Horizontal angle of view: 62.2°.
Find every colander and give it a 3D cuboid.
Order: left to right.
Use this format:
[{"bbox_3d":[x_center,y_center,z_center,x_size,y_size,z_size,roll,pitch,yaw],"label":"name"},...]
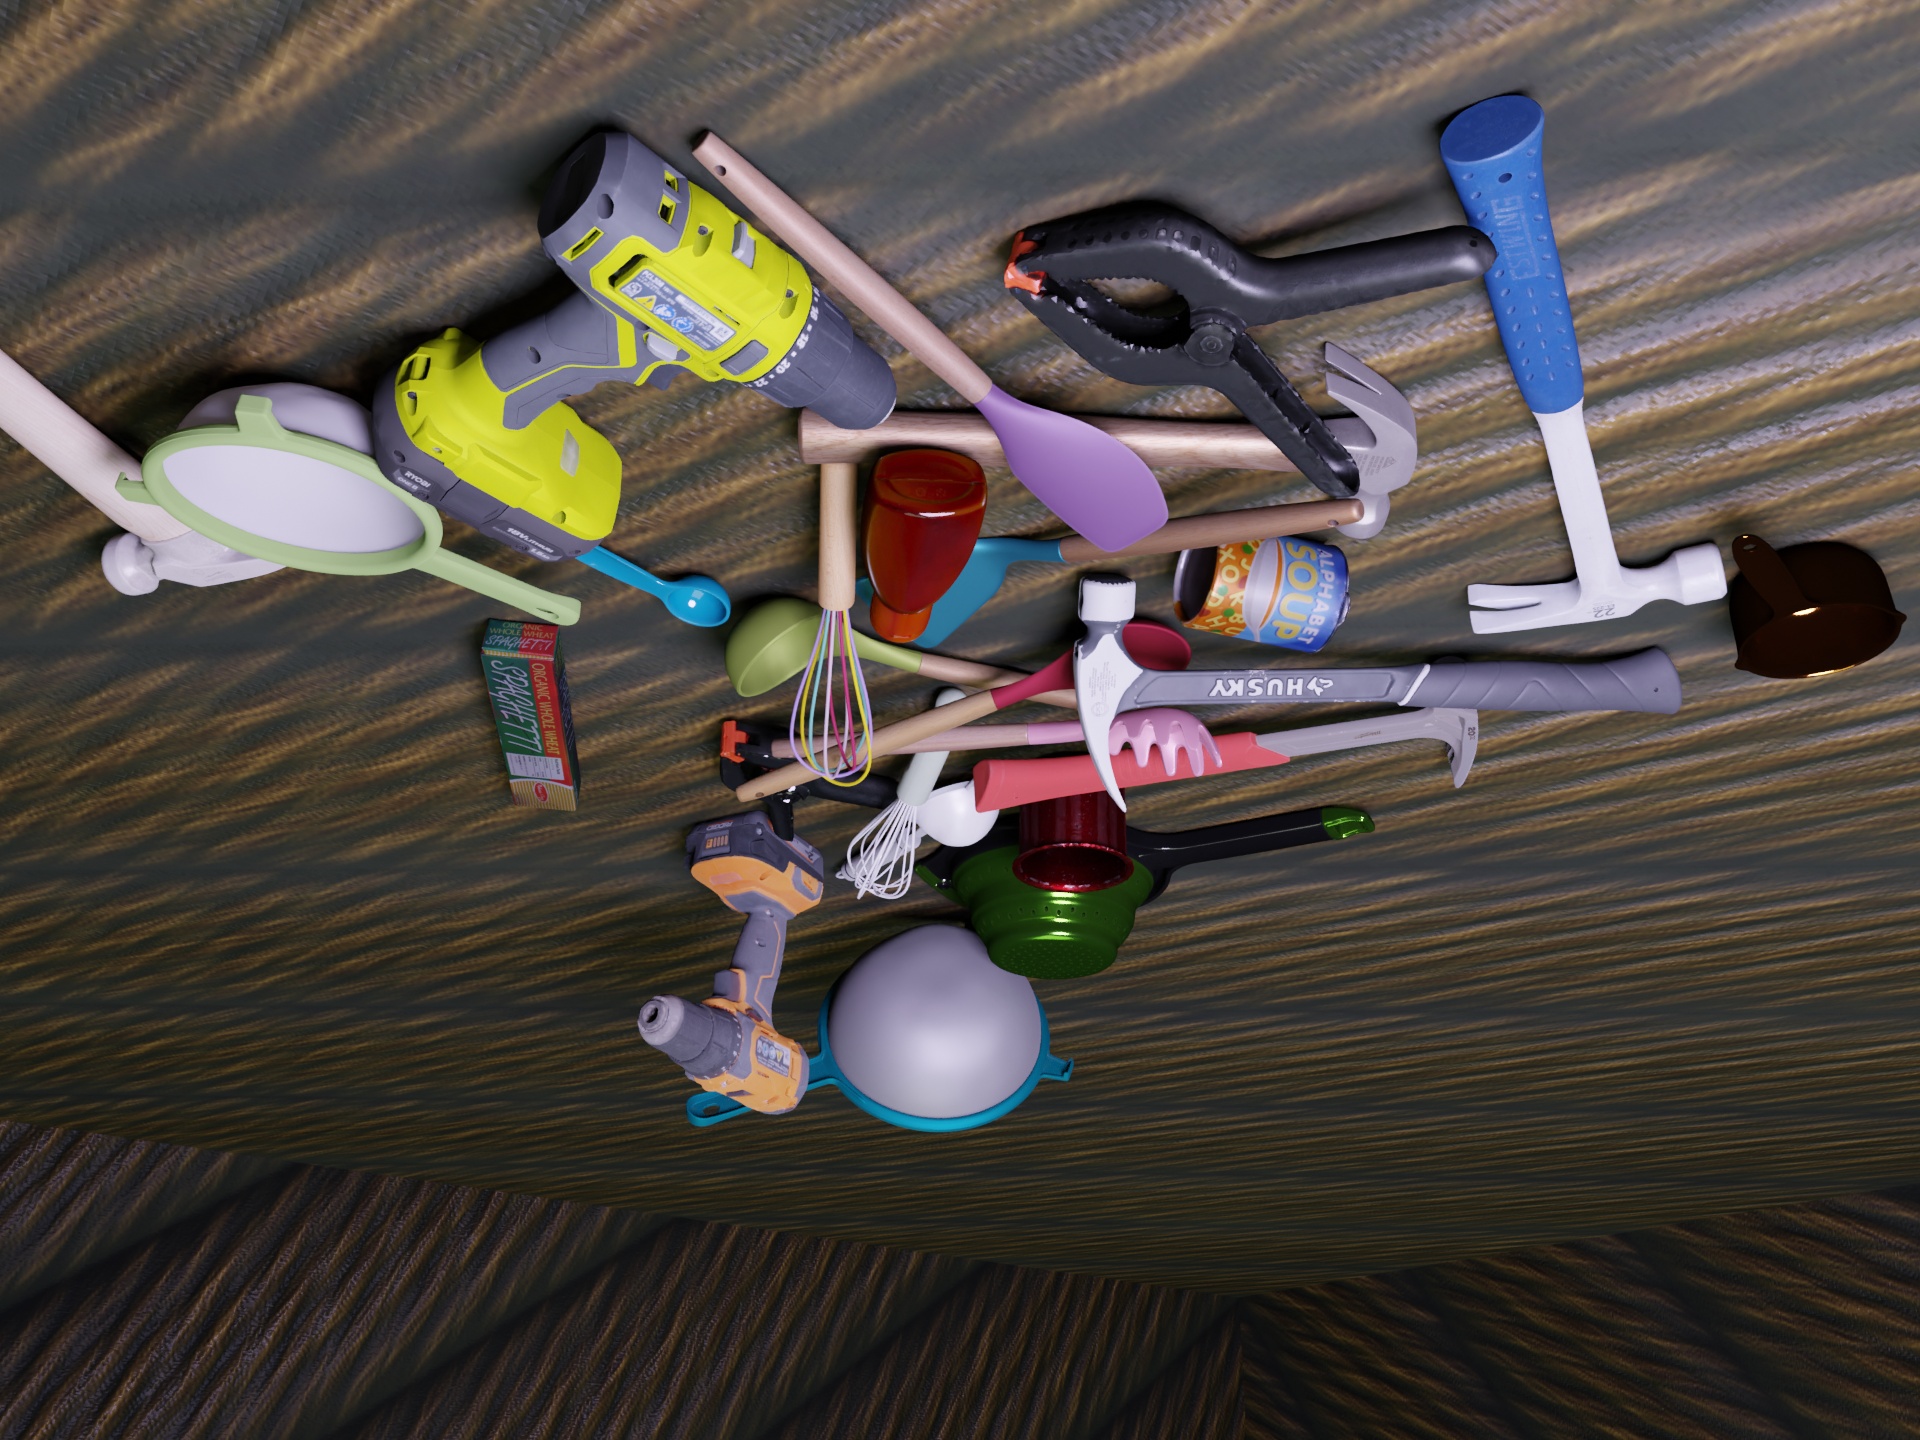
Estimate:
[{"bbox_3d":[0.151,0.148,1.337,0.397,0.095,0.204,-12,149,25],"label":"colander"}]

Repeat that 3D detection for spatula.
[{"bbox_3d":[-0.005,-0.178,0.780,0.060,0.018,0.315,-29,131,35],"label":"spatula"},{"bbox_3d":[0.081,-0.091,0.915,0.317,0.044,0.082,-4,149,39],"label":"spatula"}]

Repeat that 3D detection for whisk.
[{"bbox_3d":[-0.072,-0.054,0.961,0.051,0.047,0.244,-20,136,-27],"label":"whisk"},{"bbox_3d":[-0.039,0.060,1.204,0.059,0.058,0.246,36,136,11],"label":"whisk"}]

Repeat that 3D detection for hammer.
[{"bbox_3d":[-0.506,-0.192,0.809,0.146,0.038,0.410,-8,150,16],"label":"hammer"},{"bbox_3d":[0.078,-0.151,0.854,0.331,0.031,0.130,2,152,1],"label":"hammer"},{"bbox_3d":[0.187,0.028,1.150,0.359,0.037,0.149,-9,150,10],"label":"hammer"},{"bbox_3d":[0.273,-0.018,1.025,0.409,0.149,0.036,0,-165,-8],"label":"hammer"},{"bbox_3d":[0.304,-0.157,0.823,0.144,0.035,0.405,-12,149,24],"label":"hammer"}]

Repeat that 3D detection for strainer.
[{"bbox_3d":[-0.317,-0.124,0.892,0.151,0.069,0.256,-14,154,39],"label":"strainer"},{"bbox_3d":[-0.077,0.266,1.388,0.340,0.211,0.095,-15,135,-24],"label":"strainer"},{"bbox_3d":[-0.037,0.098,1.318,0.086,0.050,0.258,3,159,-34],"label":"strainer"}]

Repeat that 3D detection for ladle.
[{"bbox_3d":[-0.004,-0.024,1.071,0.320,0.062,0.078,12,141,-23],"label":"ladle"},{"bbox_3d":[-0.002,-0.003,1.053,0.315,0.031,0.069,-20,138,5],"label":"ladle"}]

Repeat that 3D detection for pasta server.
[{"bbox_3d":[0.021,0.018,1.104,0.316,0.040,0.060,-3,158,11],"label":"pasta server"}]

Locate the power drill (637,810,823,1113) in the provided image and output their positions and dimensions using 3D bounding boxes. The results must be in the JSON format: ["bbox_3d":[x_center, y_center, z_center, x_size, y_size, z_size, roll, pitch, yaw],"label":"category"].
[{"bbox_3d":[-0.187,0.190,1.296,0.084,0.226,0.185,-13,148,25],"label":"power drill"}]

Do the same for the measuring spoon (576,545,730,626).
[{"bbox_3d":[-0.201,-0.097,0.993,0.128,0.021,0.042,27,145,-22],"label":"measuring spoon"}]

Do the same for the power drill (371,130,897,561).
[{"bbox_3d":[-0.164,-0.168,0.792,0.228,0.080,0.190,-25,141,35],"label":"power drill"}]

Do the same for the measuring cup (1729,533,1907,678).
[{"bbox_3d":[0.484,-0.085,0.932,0.095,0.052,0.173,-22,142,37],"label":"measuring cup"}]
